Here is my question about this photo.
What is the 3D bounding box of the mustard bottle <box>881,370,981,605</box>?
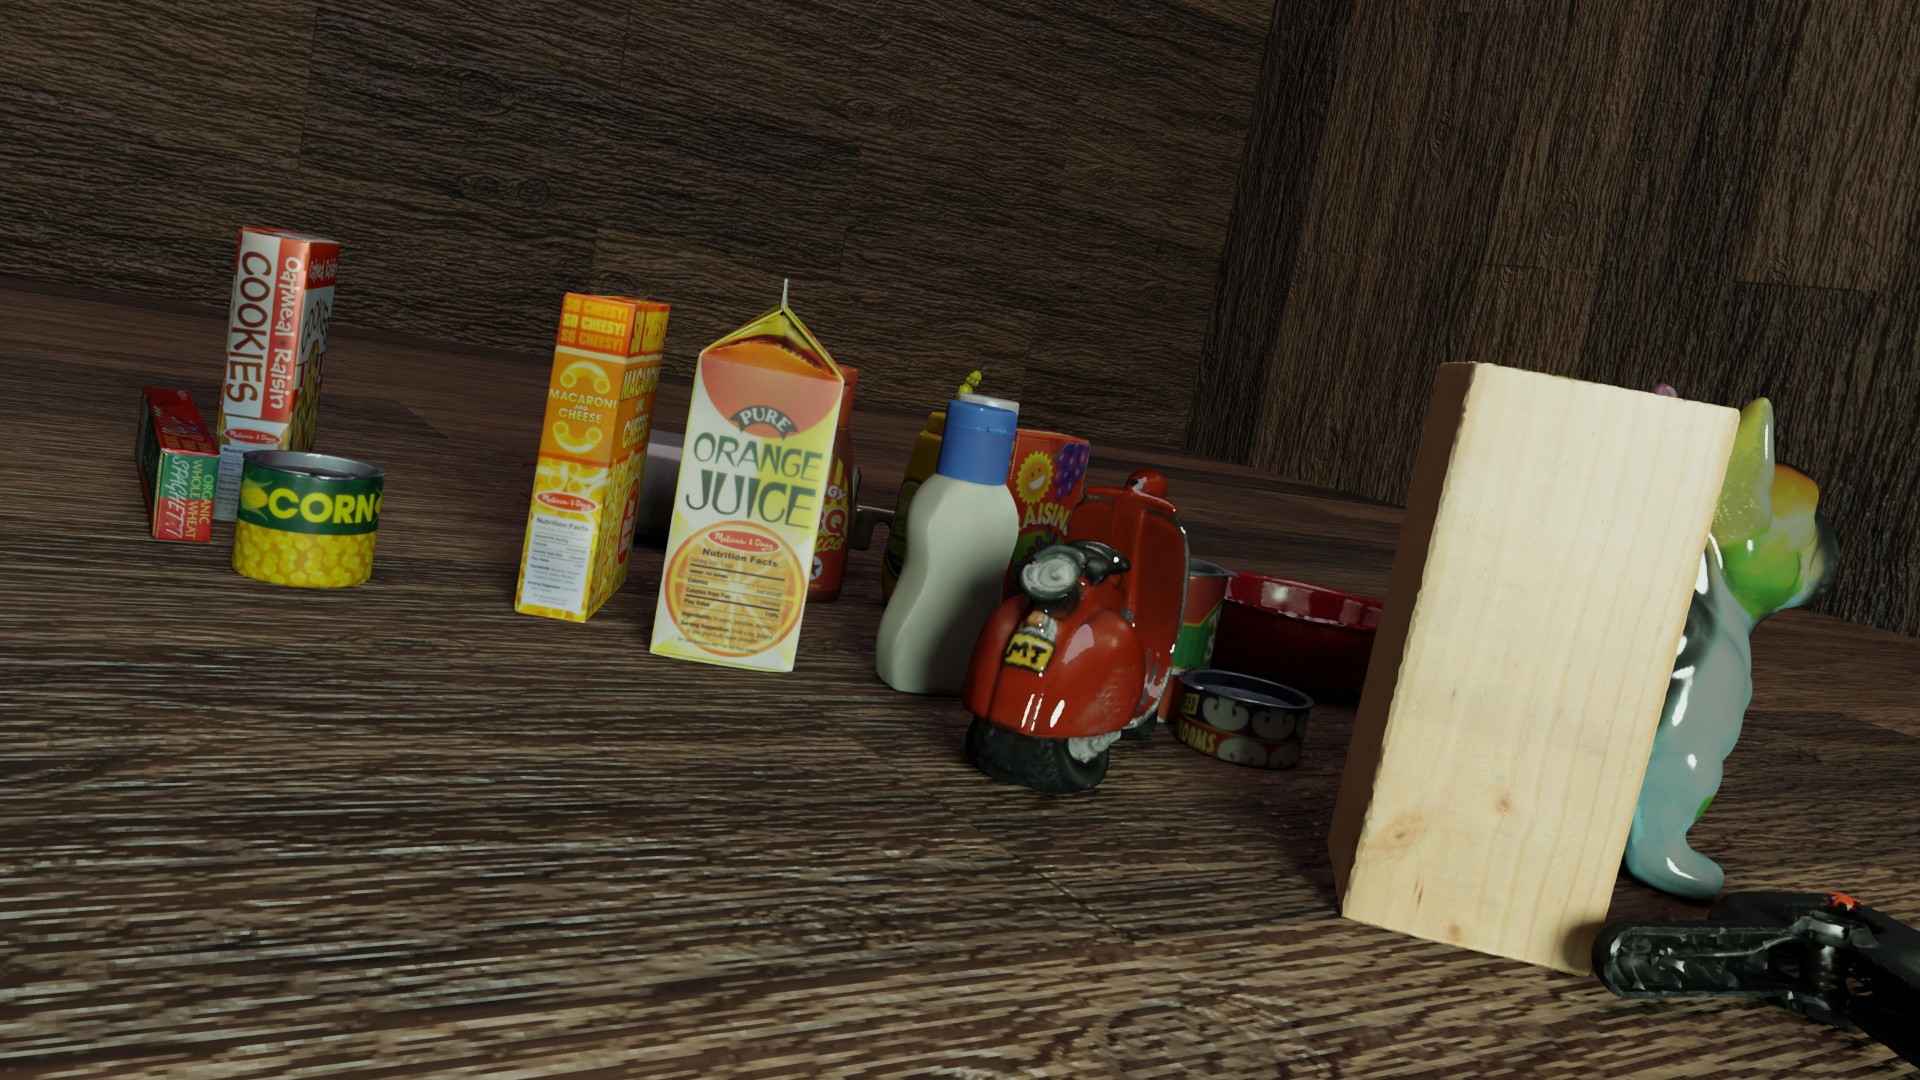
[{"bbox_3d":[-0.010,-0.030,0.882,0.049,0.160,0.065,5,10,-36],"label":"mustard bottle"}]

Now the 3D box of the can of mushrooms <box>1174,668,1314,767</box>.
[{"bbox_3d":[0.142,0.090,0.709,0.071,0.033,0.071,10,8,-1],"label":"can of mushrooms"}]

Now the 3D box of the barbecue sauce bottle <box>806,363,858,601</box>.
[{"bbox_3d":[-0.094,-0.038,0.870,0.065,0.148,0.044,6,9,-33],"label":"barbecue sauce bottle"}]

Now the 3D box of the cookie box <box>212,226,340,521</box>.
[{"bbox_3d":[-0.414,-0.103,0.840,0.040,0.167,0.123,8,8,-19],"label":"cookie box"}]

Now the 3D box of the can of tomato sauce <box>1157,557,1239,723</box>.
[{"bbox_3d":[0.108,0.051,0.757,0.071,0.083,0.071,10,8,-1],"label":"can of tomato sauce"}]

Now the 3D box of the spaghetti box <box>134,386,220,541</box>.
[{"bbox_3d":[-0.465,-0.049,0.819,0.029,0.050,0.250,5,10,-34],"label":"spaghetti box"}]

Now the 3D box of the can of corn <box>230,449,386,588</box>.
[{"bbox_3d":[-0.330,-0.011,0.704,0.071,0.058,0.071,10,8,-1],"label":"can of corn"}]

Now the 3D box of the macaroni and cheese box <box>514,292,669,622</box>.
[{"bbox_3d":[-0.200,-0.050,0.761,0.040,0.166,0.124,10,8,-5],"label":"macaroni and cheese box"}]

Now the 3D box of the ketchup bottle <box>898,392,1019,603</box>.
[{"bbox_3d":[0.003,-0.010,0.807,0.065,0.148,0.043,13,8,14],"label":"ketchup bottle"}]

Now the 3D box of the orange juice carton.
[{"bbox_3d":[-0.104,-0.037,0.704,0.073,0.192,0.072,10,8,-8],"label":"orange juice carton"}]

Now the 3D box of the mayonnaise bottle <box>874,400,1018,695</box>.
[{"bbox_3d":[-0.002,0.004,0.710,0.065,0.147,0.041,6,9,-28],"label":"mayonnaise bottle"}]

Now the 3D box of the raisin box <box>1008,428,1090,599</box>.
[{"bbox_3d":[0.043,-0.018,0.996,0.040,0.123,0.086,17,10,41],"label":"raisin box"}]
